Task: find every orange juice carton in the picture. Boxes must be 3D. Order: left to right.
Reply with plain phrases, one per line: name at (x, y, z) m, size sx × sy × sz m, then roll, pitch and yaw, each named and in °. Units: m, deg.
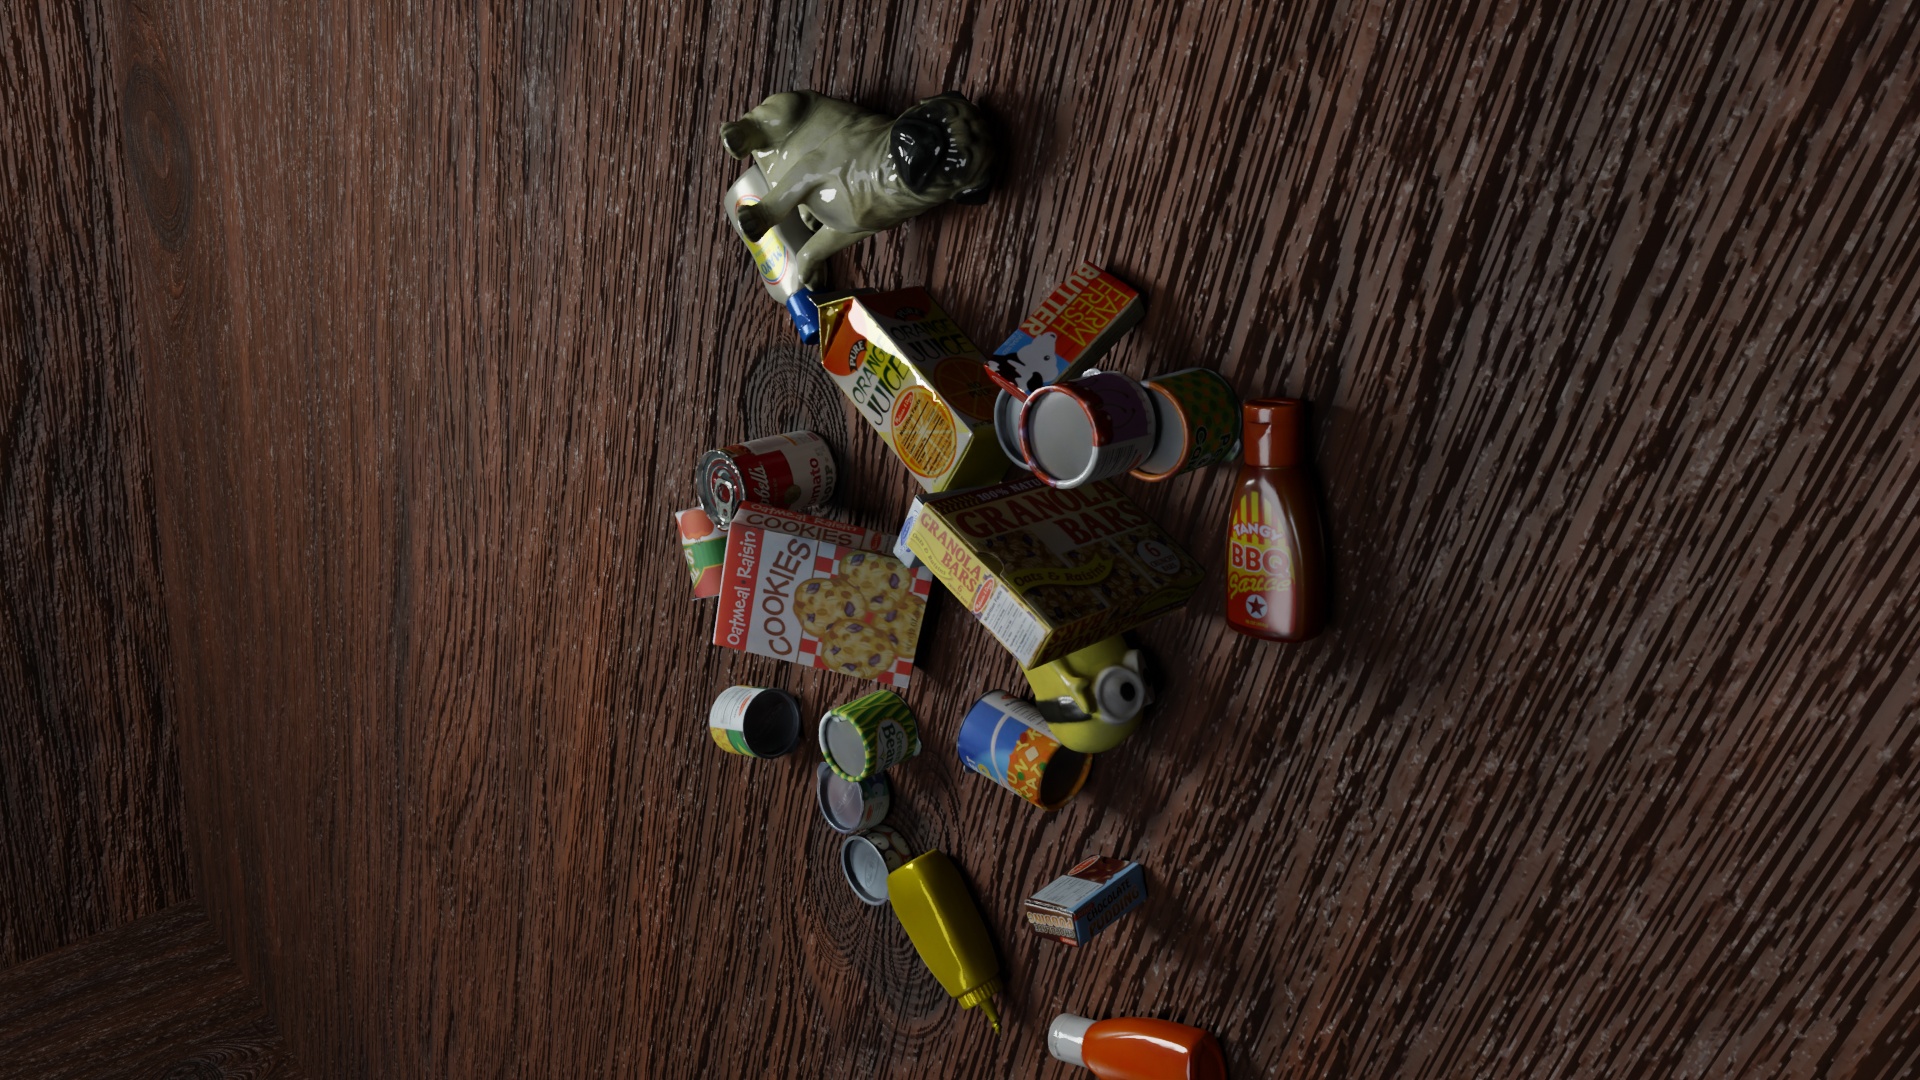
orange juice carton at (-0.037, -0.126, 1.048) m, size 0.193 × 0.072 × 0.072 m, roll 50°, pitch 133°, yaw 22°

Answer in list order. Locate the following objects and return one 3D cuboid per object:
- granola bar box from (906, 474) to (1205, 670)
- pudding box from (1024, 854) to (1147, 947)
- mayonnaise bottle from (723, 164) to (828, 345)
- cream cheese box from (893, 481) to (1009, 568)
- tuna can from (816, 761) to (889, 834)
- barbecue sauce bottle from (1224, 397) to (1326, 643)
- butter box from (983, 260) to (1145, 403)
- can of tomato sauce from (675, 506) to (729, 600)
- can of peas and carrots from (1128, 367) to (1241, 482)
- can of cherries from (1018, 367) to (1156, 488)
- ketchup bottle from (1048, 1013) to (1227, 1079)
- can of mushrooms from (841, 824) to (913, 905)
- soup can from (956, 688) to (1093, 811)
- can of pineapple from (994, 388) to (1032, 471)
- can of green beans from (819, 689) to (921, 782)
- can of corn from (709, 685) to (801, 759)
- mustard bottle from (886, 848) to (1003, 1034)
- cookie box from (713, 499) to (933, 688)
granola bar box at (0.066, 0.011, 0.918) m, size 0.124 × 0.166 × 0.038 m, roll 45°, pitch 129°, yaw 26°
pudding box at (0.094, 0.267, 1.034) m, size 0.049 × 0.084 × 0.030 m, roll -1°, pitch 105°, yaw 45°
mayonnaise bottle at (-0.143, -0.233, 1.144) m, size 0.064 × 0.041 × 0.148 m, roll -35°, pitch 77°, yaw 44°
cream cheese box at (0.004, -0.013, 1.020) m, size 0.024 × 0.104 × 0.053 m, roll 48°, pitch 131°, yaw 33°
tuna can at (-0.097, 0.226, 1.248) m, size 0.071 × 0.033 × 0.071 m, roll 5°, pitch 97°, yaw 46°
barbecue sauce bottle at (0.196, -0.014, 0.866) m, size 0.065 × 0.044 × 0.148 m, roll 11°, pitch 111°, yaw 45°
butter box at (0.070, -0.135, 0.923) m, size 0.053 × 0.103 × 0.024 m, roll 38°, pitch 170°, yaw 31°
can of tomato sauce at (-0.224, 0.007, 1.287) m, size 0.071 × 0.071 × 0.083 m, roll -9°, pitch 96°, yaw 47°
can of peas and carrots at (0.138, -0.073, 0.894) m, size 0.071 × 0.059 × 0.070 m, roll 18°, pitch 116°, yaw 42°
can of cherries at (0.077, -0.071, 0.869) m, size 0.071 × 0.058 × 0.071 m, roll 18°, pitch 115°, yaw 42°
ketchup bottle at (0.132, 0.396, 1.066) m, size 0.148 × 0.044 × 0.064 m, roll -5°, pitch 99°, yaw 47°
can of mushrooms at (-0.073, 0.293, 1.251) m, size 0.071 × 0.033 × 0.070 m, roll 16°, pitch 114°, yaw 42°
soup can at (0.048, 0.162, 1.057) m, size 0.084 × 0.071 × 0.071 m, roll 24°, pitch 119°, yaw 39°
can of pineapple at (0.068, -0.085, 0.963) m, size 0.071 × 0.058 × 0.070 m, roll 18°, pitch 116°, yaw 41°
can of green beans at (-0.080, 0.169, 1.199) m, size 0.071 × 0.058 × 0.071 m, roll 17°, pitch 115°, yaw 41°
can of corn at (-0.193, 0.173, 1.314) m, size 0.058 × 0.071 × 0.071 m, roll -2°, pitch 102°, yaw 47°
mustard bottle at (-0.004, 0.346, 1.187) m, size 0.065 × 0.049 × 0.160 m, roll -41°, pitch 74°, yaw 45°
cookie box at (-0.111, 0.044, 1.136) m, size 0.167 × 0.040 × 0.122 m, roll 13°, pitch 120°, yaw -1°
